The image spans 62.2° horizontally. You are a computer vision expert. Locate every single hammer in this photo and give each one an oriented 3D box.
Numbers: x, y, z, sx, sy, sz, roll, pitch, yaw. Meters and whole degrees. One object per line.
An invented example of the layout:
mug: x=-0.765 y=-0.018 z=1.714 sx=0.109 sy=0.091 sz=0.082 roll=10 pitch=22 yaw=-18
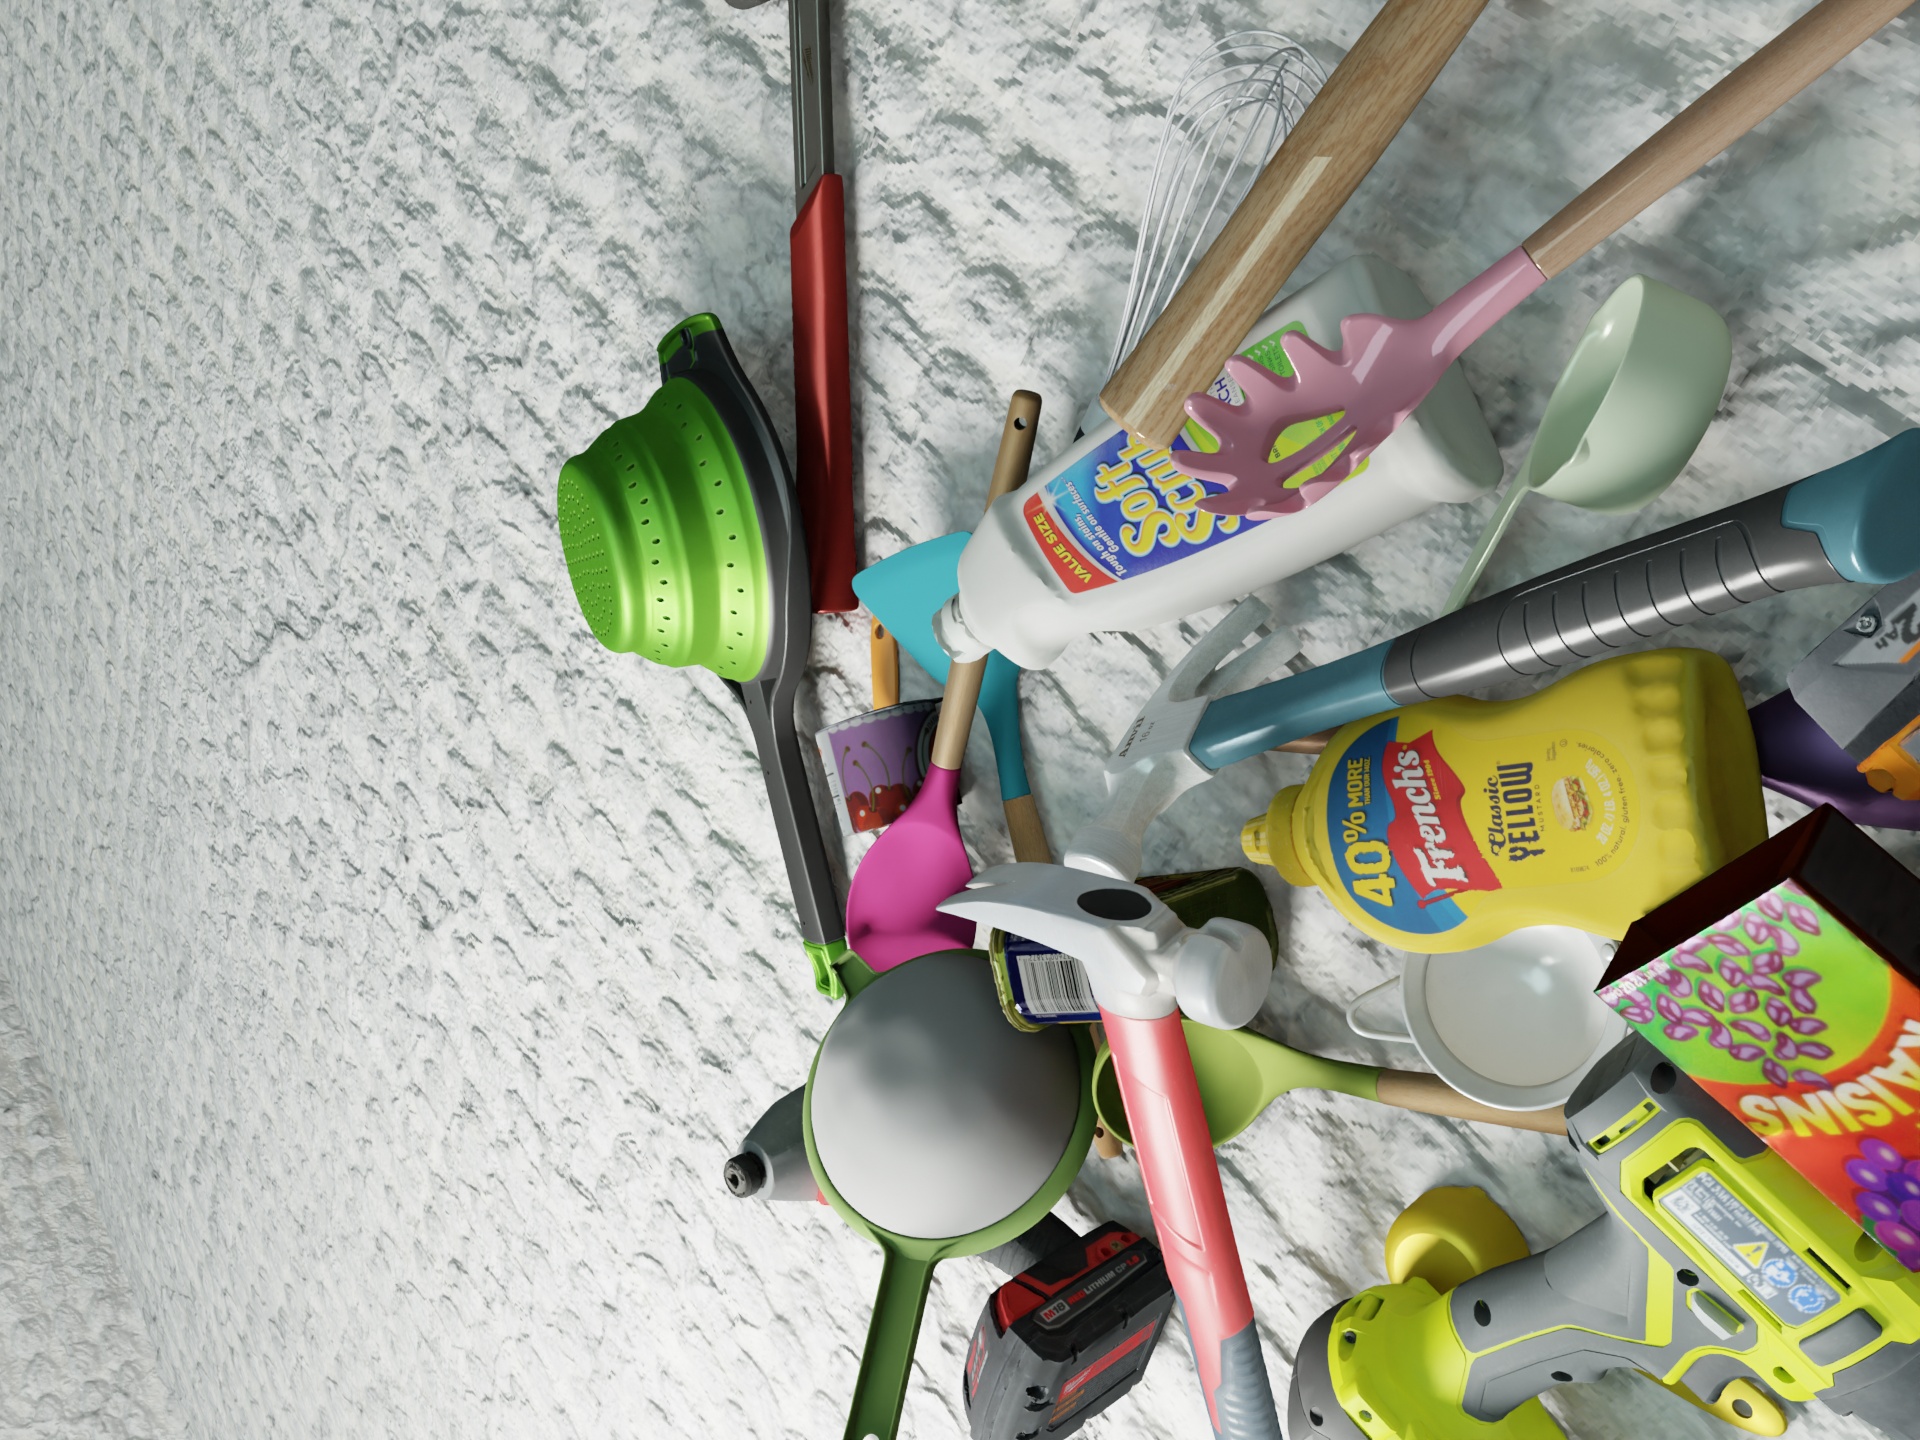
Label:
hammer: x=0.093 y=0.234 z=0.671 sx=0.143 sy=0.038 sz=0.386 roll=11 pitch=125 yaw=45
hammer: x=0.162 y=-0.020 z=0.543 sx=0.033 sy=0.128 sz=0.331 roll=41 pitch=148 yaw=-17
hammer: x=-0.069 y=-0.236 z=0.840 sx=0.149 sy=0.036 sz=0.359 roll=9 pitch=104 yaw=46
hammer: x=0.154 y=-0.237 z=0.547 sx=0.331 sy=0.031 sz=0.130 roll=-53 pitch=55 yaw=22

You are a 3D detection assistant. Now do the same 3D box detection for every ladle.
ladle: x=0.188 y=0.158 z=0.632 sx=0.320 sy=0.062 sz=0.078 roll=-2 pitch=123 yaw=44

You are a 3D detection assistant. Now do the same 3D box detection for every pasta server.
pasta server: x=0.201 y=-0.165 z=0.500 sx=0.316 sy=0.040 sz=0.060 roll=-38 pitch=59 yaw=26

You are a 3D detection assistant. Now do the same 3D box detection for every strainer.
strainer: x=-0.026 y=0.214 z=0.718 sx=0.151 sy=0.069 sz=0.256 roll=2 pitch=61 yaw=23
strainer: x=0.257 y=0.082 z=0.553 sx=0.258 sy=0.050 sz=0.087 roll=-23 pitch=69 yaw=41

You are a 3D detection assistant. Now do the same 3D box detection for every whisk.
whisk: x=0.077 y=-0.158 z=0.689 sx=0.070 sy=0.070 sz=0.284 roll=51 pitch=135 yaw=27

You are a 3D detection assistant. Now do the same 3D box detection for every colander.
colander: x=-0.148 y=-0.021 z=0.899 sx=0.204 sy=0.094 sz=0.397 roll=2 pitch=106 yaw=64

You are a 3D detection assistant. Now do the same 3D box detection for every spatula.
spatula: x=0.235 y=0.006 z=0.576 sx=0.316 sy=0.018 sz=0.060 roll=0 pitch=97 yaw=46
spatula: x=0.027 y=0.066 z=0.793 sx=0.082 sy=0.044 sz=0.317 roll=-18 pitch=86 yaw=36

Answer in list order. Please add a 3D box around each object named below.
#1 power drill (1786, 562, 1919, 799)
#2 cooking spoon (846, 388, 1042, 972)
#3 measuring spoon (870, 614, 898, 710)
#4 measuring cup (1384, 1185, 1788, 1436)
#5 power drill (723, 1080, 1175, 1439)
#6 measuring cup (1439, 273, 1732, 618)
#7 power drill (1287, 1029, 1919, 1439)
power drill: x=0.354 y=0.020 z=0.402 sx=0.227 sy=0.084 sz=0.164 roll=51 pitch=122 yaw=21
cooking spoon: x=-0.001 y=-0.002 z=0.772 sx=0.069 sy=0.017 sz=0.318 roll=16 pitch=111 yaw=10
measuring spoon: x=-0.045 y=-0.006 z=0.879 sx=0.021 sy=0.011 sz=0.117 roll=11 pitch=106 yaw=45
measuring cup: x=0.234 y=0.235 z=0.615 sx=0.157 sy=0.029 sz=0.062 roll=20 pitch=113 yaw=43
power drill: x=-0.011 y=0.256 z=0.803 sx=0.220 sy=0.143 sz=0.078 roll=35 pitch=122 yaw=35
measuring cup: x=0.215 y=-0.077 z=0.561 sx=0.038 sy=0.083 sz=0.167 roll=21 pitch=141 yaw=4
power drill: x=0.235 y=0.228 z=0.553 sx=0.171 sy=0.080 sz=0.223 roll=45 pitch=126 yaw=13
